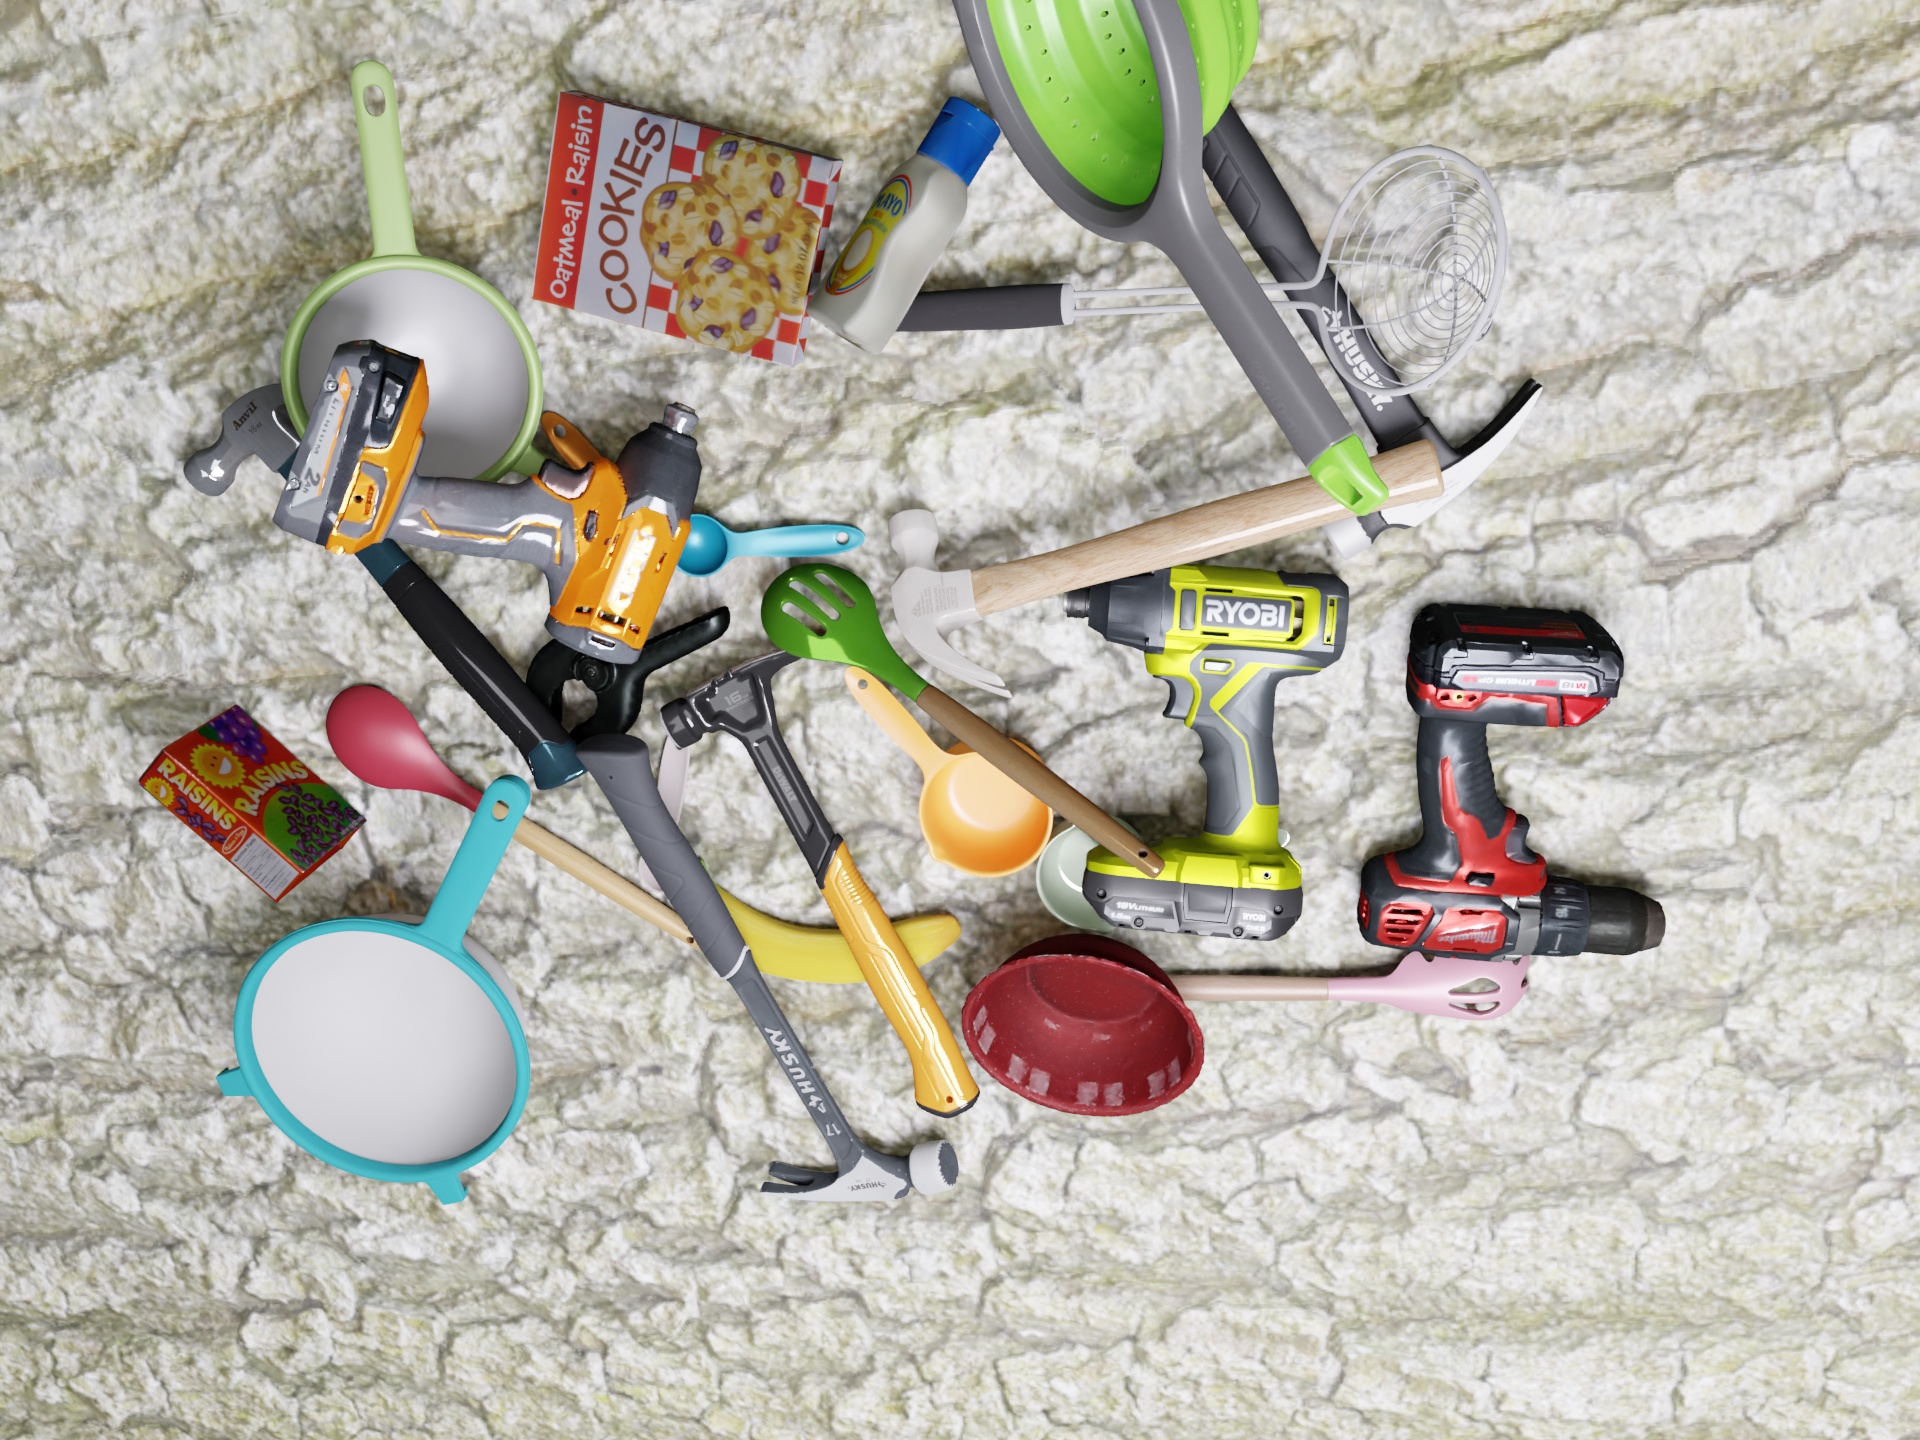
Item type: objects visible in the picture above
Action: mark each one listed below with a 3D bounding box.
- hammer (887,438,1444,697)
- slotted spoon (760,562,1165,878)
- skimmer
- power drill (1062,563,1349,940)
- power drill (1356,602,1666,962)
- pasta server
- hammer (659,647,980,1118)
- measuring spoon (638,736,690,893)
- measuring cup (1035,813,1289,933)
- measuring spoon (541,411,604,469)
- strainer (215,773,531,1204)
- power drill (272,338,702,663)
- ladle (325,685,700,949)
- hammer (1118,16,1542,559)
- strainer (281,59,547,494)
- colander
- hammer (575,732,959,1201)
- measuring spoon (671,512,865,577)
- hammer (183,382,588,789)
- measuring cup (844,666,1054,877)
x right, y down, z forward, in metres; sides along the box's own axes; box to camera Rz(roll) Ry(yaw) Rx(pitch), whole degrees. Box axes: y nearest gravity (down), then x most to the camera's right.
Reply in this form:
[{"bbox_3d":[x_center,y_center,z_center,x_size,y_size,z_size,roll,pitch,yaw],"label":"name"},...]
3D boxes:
[{"bbox_3d":[0.117,-0.103,0.943,0.331,0.031,0.130,-14,66,14],"label":"hammer"},{"bbox_3d":[-0.002,-0.003,0.979,0.314,0.031,0.070,37,72,15],"label":"slotted spoon"},{"bbox_3d":[0.111,-0.240,0.879,0.363,0.090,0.127,2,94,19],"label":"skimmer"},{"bbox_3d":[0.143,0.015,0.985,0.171,0.080,0.223,5,93,6],"label":"power drill"},{"bbox_3d":[0.352,0.049,0.986,0.188,0.080,0.226,4,113,7],"label":"power drill"},{"bbox_3d":[0.221,0.178,1.078,0.316,0.040,0.060,-2,109,13],"label":"pasta server"},{"bbox_3d":[-0.069,0.112,1.061,0.127,0.034,0.337,-26,96,11],"label":"hammer"},{"bbox_3d":[-0.199,0.060,1.103,0.034,0.018,0.124,15,105,17],"label":"measuring spoon"},{"bbox_3d":[0.132,0.088,1.053,0.167,0.038,0.083,-12,106,6],"label":"measuring cup"},{"bbox_3d":[-0.229,-0.156,1.033,0.021,0.011,0.117,-41,96,18],"label":"measuring spoon"},{"bbox_3d":[-0.368,0.166,1.122,0.211,0.095,0.340,29,109,-5],"label":"strainer"},{"bbox_3d":[-0.270,-0.144,0.950,0.226,0.084,0.164,21,99,-24],"label":"power drill"},{"bbox_3d":[-0.310,0.077,1.118,0.315,0.031,0.069,33,110,-6],"label":"ladle"},{"bbox_3d":[0.199,-0.266,0.917,0.146,0.035,0.334,-32,102,18],"label":"hammer"},{"bbox_3d":[-0.339,-0.263,0.972,0.151,0.069,0.256,-7,108,-12],"label":"strainer"},{"bbox_3d":[0.128,-0.289,0.804,0.094,0.204,0.397,-31,86,-13],"label":"colander"},{"bbox_3d":[-0.149,0.181,1.089,0.149,0.036,0.408,-16,115,23],"label":"hammer"},{"bbox_3d":[-0.125,-0.117,1.030,0.128,0.021,0.042,-3,110,-1],"label":"measuring spoon"},{"bbox_3d":[-0.360,-0.084,1.042,0.128,0.033,0.331,-40,92,18],"label":"hammer"},{"bbox_3d":[-0.009,0.023,1.042,0.095,0.052,0.173,-41,97,19],"label":"measuring cup"}]
